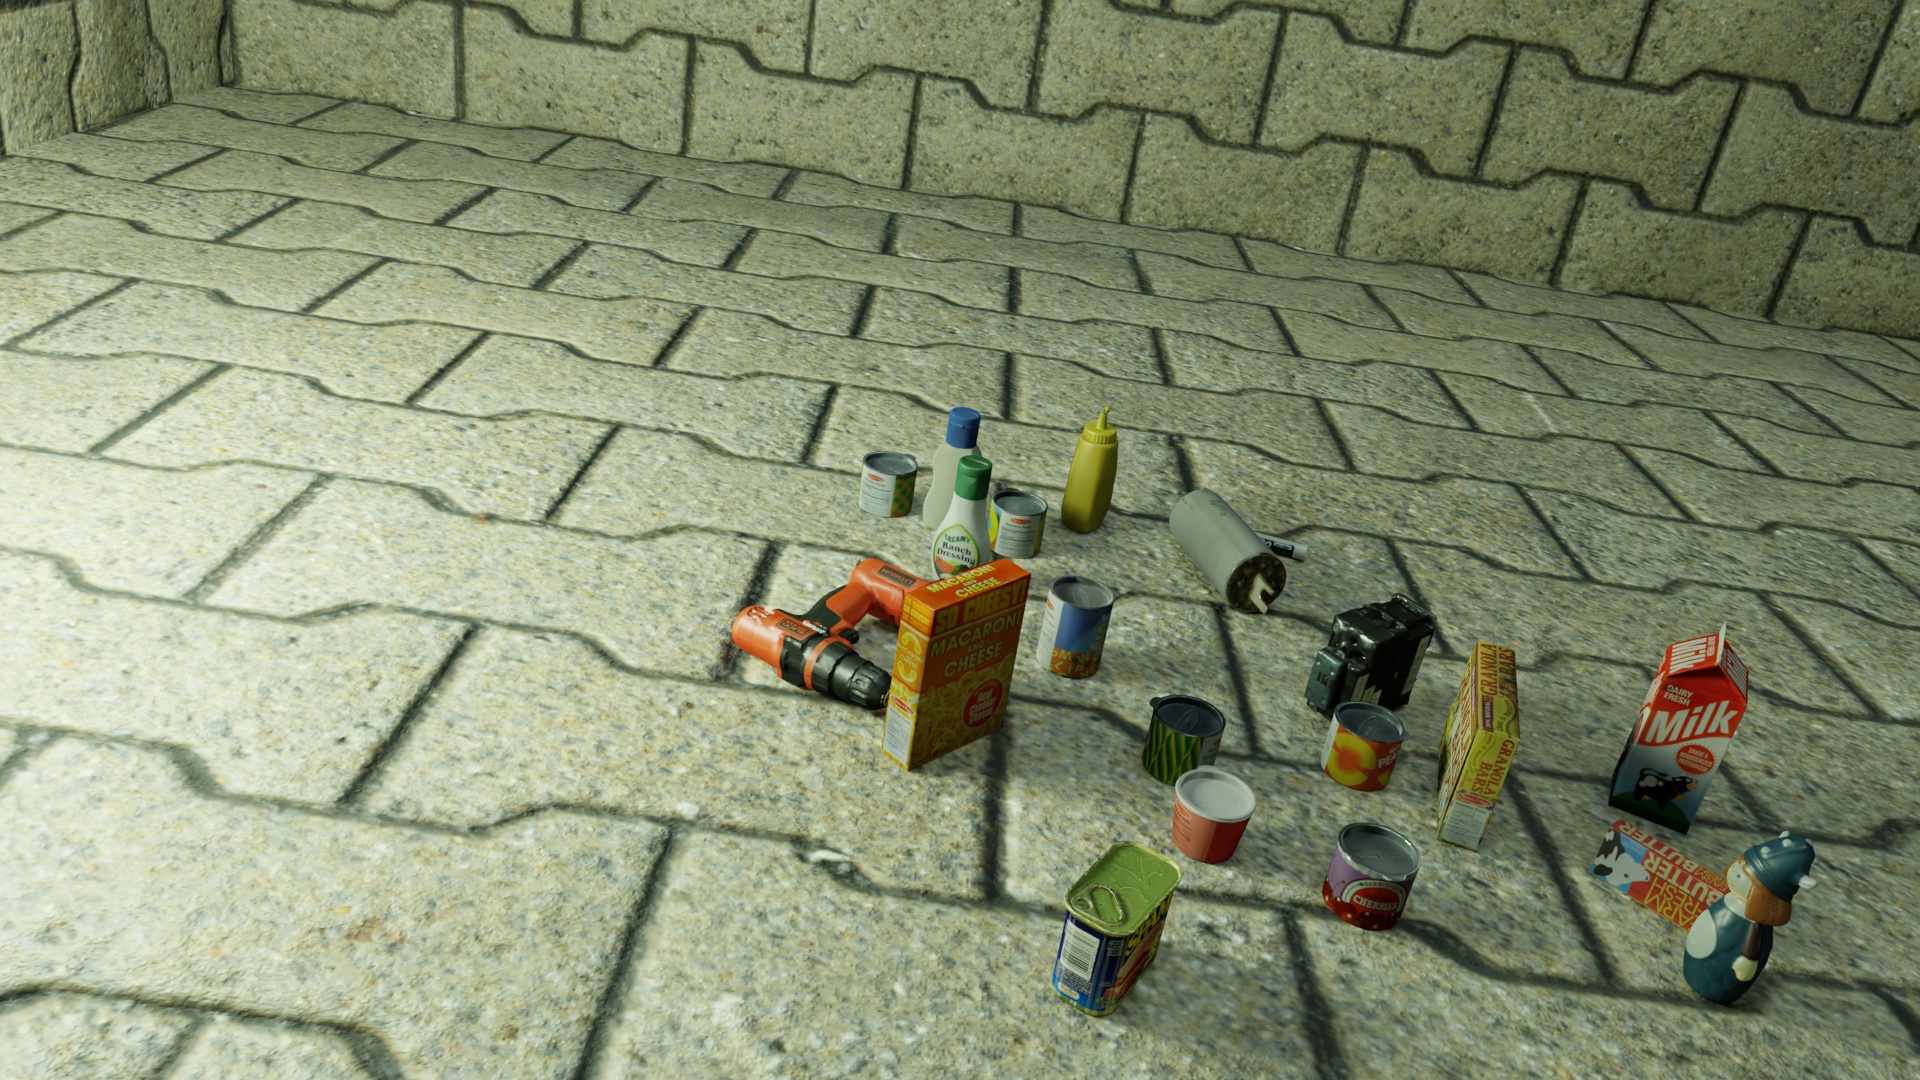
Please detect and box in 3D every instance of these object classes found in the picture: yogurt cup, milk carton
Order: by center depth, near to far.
[{"bbox_3d":[0.210,0.234,1.171,0.072,0.053,0.073,7,27,-4],"label":"yogurt cup"},{"bbox_3d":[0.675,0.169,1.293,0.073,0.189,0.073,20,29,21],"label":"milk carton"}]

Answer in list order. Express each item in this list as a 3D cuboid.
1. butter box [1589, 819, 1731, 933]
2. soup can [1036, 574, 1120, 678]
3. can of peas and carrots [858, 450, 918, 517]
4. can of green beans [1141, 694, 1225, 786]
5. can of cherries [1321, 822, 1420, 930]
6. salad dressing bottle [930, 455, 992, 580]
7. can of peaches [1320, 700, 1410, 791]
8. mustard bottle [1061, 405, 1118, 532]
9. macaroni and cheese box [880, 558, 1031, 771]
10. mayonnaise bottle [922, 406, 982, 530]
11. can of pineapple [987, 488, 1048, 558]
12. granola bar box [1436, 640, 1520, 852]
[{"bbox_3d":[0.598,0.289,1.186,0.024,0.053,0.104,-16,36,-40],"label":"butter box"},{"bbox_3d":[0.118,0.087,1.394,0.071,0.083,0.071,7,27,-4],"label":"soup can"},{"bbox_3d":[-0.085,-0.068,1.659,0.071,0.058,0.071,7,27,-4],"label":"can of peas and carrots"},{"bbox_3d":[0.202,0.182,1.264,0.071,0.057,0.071,7,27,-4],"label":"can of green beans"},{"bbox_3d":[0.333,0.274,1.127,0.071,0.058,0.072,7,27,-4],"label":"can of cherries"},{"bbox_3d":[0.005,-0.019,1.494,0.064,0.147,0.044,17,28,15],"label":"salad dressing bottle"},{"bbox_3d":[0.378,0.193,1.298,0.071,0.057,0.071,7,27,-4],"label":"can of peaches"},{"bbox_3d":[0.160,-0.090,1.668,0.049,0.159,0.065,22,29,24],"label":"mustard bottle"},{"bbox_3d":[-0.005,0.108,1.225,0.124,0.165,0.040,-18,37,-42],"label":"macaroni and cheese box"},{"bbox_3d":[-0.004,-0.081,1.611,0.065,0.147,0.041,17,28,15],"label":"mayonnaise bottle"},{"bbox_3d":[0.065,-0.020,1.614,0.071,0.057,0.071,7,27,-4],"label":"can of pineapple"},{"bbox_3d":[0.472,0.184,1.272,0.039,0.123,0.166,16,28,13],"label":"granola bar box"}]
